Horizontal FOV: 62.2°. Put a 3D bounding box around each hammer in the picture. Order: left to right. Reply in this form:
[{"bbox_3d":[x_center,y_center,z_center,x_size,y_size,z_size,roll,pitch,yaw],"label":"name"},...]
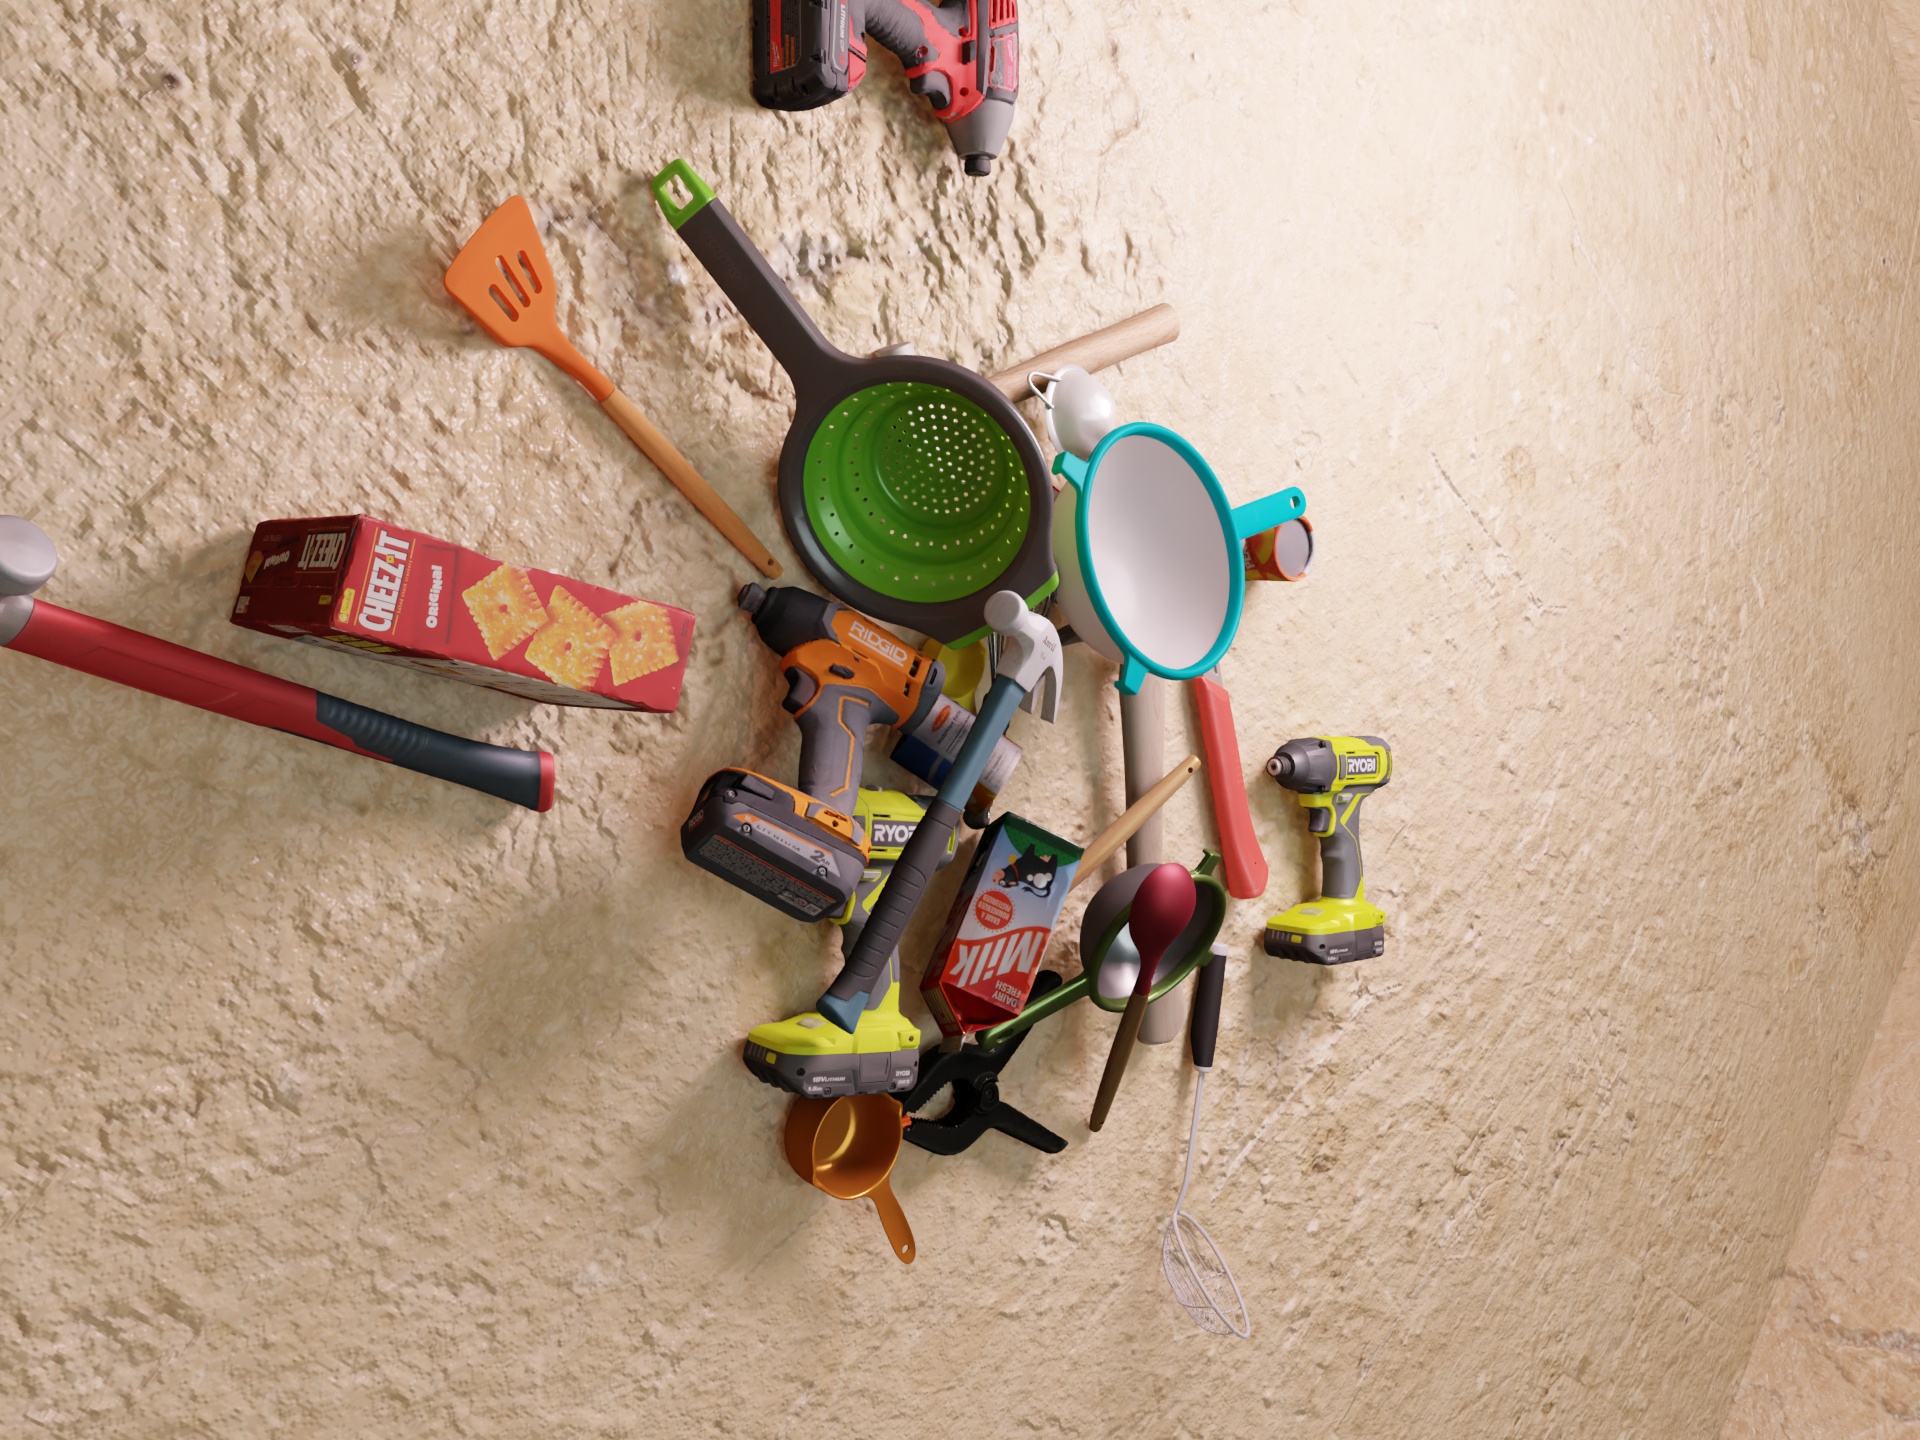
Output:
[{"bbox_3d":[-0.400,-0.001,0.918,0.386,0.143,0.038,26,40,-50],"label":"hammer"},{"bbox_3d":[-0.016,0.073,1.151,0.331,0.033,0.128,-62,151,-5],"label":"hammer"},{"bbox_3d":[0.070,-0.286,1.322,0.331,0.031,0.130,-29,113,-35],"label":"hammer"},{"bbox_3d":[0.157,0.102,1.430,0.146,0.038,0.410,-10,106,-21],"label":"hammer"},{"bbox_3d":[0.236,0.004,1.499,0.149,0.037,0.359,-25,110,-37],"label":"hammer"}]

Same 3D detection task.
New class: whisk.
[{"bbox_3d":[0.033,-0.025,1.276,0.058,0.059,0.246,-43,146,-67],"label":"whisk"}]

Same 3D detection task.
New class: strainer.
[{"bbox_3d":[0.110,0.199,1.367,0.256,0.069,0.151,-26,137,-20],"label":"strainer"},{"bbox_3d":[0.134,-0.223,1.356,0.258,0.050,0.087,40,59,-52],"label":"strainer"},{"bbox_3d":[0.176,-0.149,1.352,0.340,0.095,0.211,-24,99,-46],"label":"strainer"}]

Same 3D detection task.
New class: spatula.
[{"bbox_3d":[-0.218,-0.203,1.074,0.322,0.041,0.081,47,64,-35],"label":"spatula"}]

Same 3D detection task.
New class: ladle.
[{"bbox_3d":[0.148,0.250,1.369,0.069,0.031,0.315,-12,132,-30],"label":"ladle"}]

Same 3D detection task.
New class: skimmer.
[{"bbox_3d":[0.254,0.399,1.525,0.127,0.090,0.363,17,80,-73],"label":"skimmer"}]

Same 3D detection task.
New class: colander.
[{"bbox_3d":[-0.075,-0.240,1.159,0.397,0.204,0.094,51,27,-15],"label":"colander"}]

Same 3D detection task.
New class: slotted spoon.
[{"bbox_3d":[0.097,0.135,1.363,0.314,0.031,0.070,-42,112,-17],"label":"slotted spoon"}]

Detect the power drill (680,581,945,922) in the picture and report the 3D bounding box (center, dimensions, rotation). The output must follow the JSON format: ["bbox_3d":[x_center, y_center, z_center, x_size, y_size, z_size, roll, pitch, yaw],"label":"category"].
[{"bbox_3d":[-0.114,0.010,1.127,0.164,0.084,0.227,31,53,-16],"label":"power drill"}]

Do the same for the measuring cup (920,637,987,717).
[{"bbox_3d":[-0.002,-0.004,1.303,0.062,0.029,0.156,-32,127,-35],"label":"measuring cup"}]

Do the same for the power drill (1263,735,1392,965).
[{"bbox_3d":[0.365,0.127,1.603,0.171,0.080,0.223,0,92,-42],"label":"power drill"}]

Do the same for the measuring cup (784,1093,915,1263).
[{"bbox_3d":[-0.081,0.358,1.254,0.095,0.052,0.173,-37,120,-32],"label":"measuring cup"}]

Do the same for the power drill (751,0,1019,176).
[{"bbox_3d":[-0.044,-0.488,1.173,0.219,0.079,0.143,-6,99,-44],"label":"power drill"}]

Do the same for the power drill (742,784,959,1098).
[{"bbox_3d":[-0.097,0.161,1.200,0.190,0.080,0.228,6,89,-40],"label":"power drill"}]
